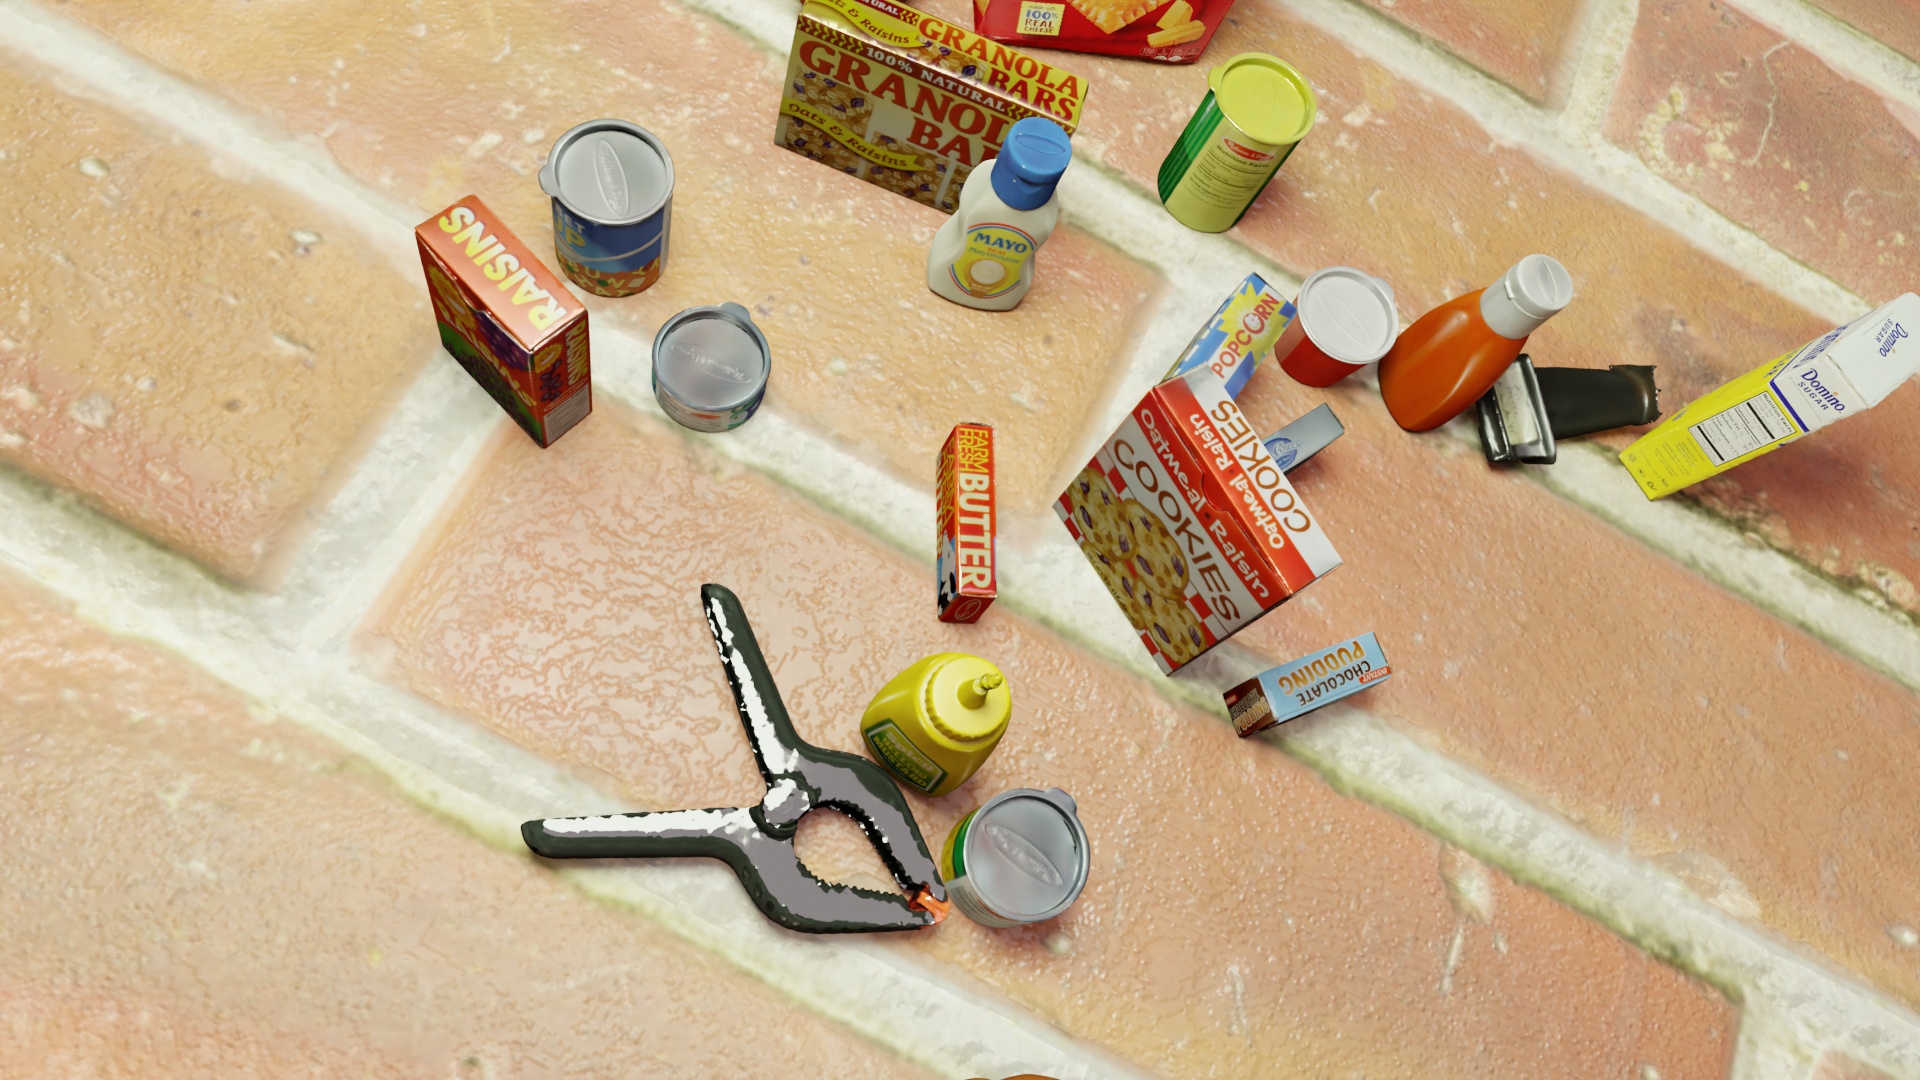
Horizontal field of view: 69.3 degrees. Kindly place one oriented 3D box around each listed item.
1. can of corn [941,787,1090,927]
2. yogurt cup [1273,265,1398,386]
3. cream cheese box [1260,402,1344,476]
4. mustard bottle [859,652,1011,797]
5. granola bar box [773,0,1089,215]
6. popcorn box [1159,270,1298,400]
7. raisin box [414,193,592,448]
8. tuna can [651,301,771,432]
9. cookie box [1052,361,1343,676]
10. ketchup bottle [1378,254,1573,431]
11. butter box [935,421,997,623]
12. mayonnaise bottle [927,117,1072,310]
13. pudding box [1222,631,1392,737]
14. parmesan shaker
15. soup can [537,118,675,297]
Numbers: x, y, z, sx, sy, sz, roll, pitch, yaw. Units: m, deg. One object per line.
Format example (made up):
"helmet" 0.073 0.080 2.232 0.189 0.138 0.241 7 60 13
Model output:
"can of corn" 0.029 0.165 0.724 0.071 0.058 0.071 5 70 -13
"yogurt cup" 0.236 -0.133 0.887 0.072 0.053 0.072 5 70 -13
"cream cheese box" 0.179 -0.043 0.840 0.104 0.053 0.024 -30 81 -22
"mustard bottle" -0.008 0.086 0.688 0.065 0.159 0.049 42 67 3
"granola bar box" -0.021 -0.255 0.827 0.165 0.123 0.039 21 67 -6
"popcorn box" 0.140 -0.090 0.830 0.038 0.085 0.127 38 66 1
"raisin box" -0.234 -0.110 0.721 0.086 0.123 0.040 46 67 5
"tuna can" -0.141 -0.099 0.790 0.071 0.032 0.071 5 70 -13
"cookie box" 0.120 -0.005 0.749 0.040 0.166 0.123 -29 80 -21
"ketchup bottle" 0.313 -0.123 0.851 0.043 0.148 0.065 -5 72 -16
"butter box" 0.003 -0.010 0.783 0.024 0.053 0.104 4 70 -13
"mayonnaise bottle" 0.025 -0.186 0.801 0.065 0.147 0.041 13 69 -10
"pudding box" 0.200 0.084 0.802 0.084 0.049 0.030 -17 76 -19
"parmesan shaker" 0.171 -0.253 0.887 0.071 0.102 0.071 5 70 -13
"soup can" -0.198 -0.184 0.778 0.071 0.083 0.071 5 70 -13
